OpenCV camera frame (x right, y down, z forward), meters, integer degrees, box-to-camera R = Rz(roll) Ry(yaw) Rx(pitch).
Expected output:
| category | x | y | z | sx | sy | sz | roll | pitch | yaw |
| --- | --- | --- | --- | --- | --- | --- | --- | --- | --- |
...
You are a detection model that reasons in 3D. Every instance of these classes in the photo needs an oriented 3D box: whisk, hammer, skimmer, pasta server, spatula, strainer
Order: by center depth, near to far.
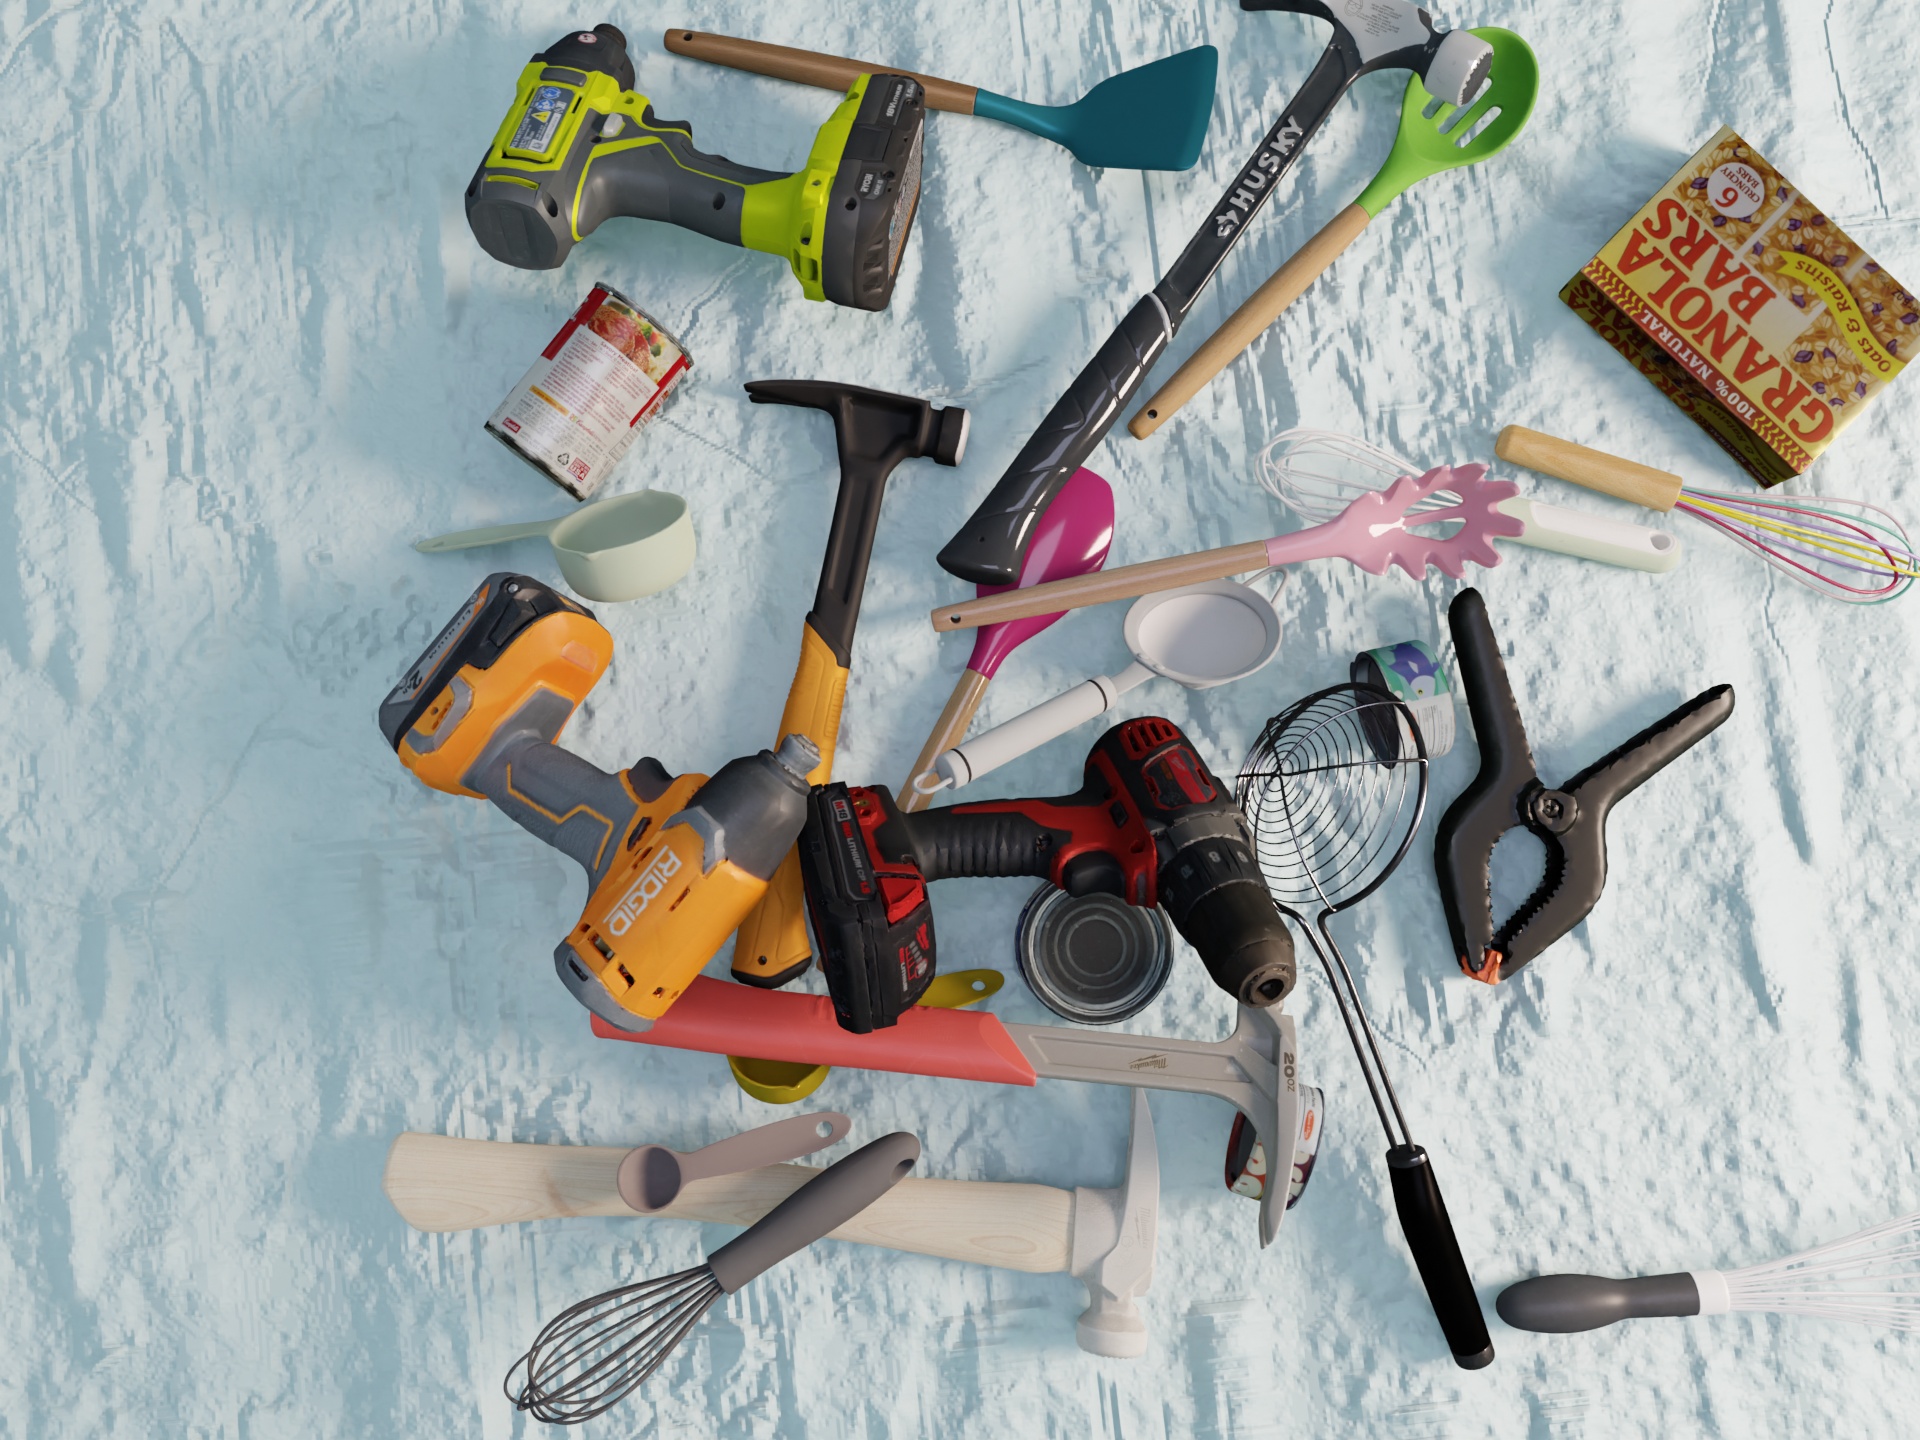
| category | x | y | z | sx | sy | sz | roll | pitch | yaw |
| --- | --- | --- | --- | --- | --- | --- | --- | --- | --- |
| whisk | -0.123 | 0.279 | 0.808 | 0.239 | 0.055 | 0.055 | -32 | 86 | -9 |
| hammer | -0.011 | 0.173 | 0.810 | 0.359 | 0.036 | 0.149 | 5 | 63 | 4 |
| strainer | 0.078 | -0.016 | 0.840 | 0.258 | 0.050 | 0.087 | -26 | 47 | -28 |
| whisk | 0.428 | 0.301 | 0.841 | 0.284 | 0.070 | 0.070 | -6 | 85 | 3 |
| skimmer | 0.236 | 0.163 | 0.848 | 0.090 | 0.127 | 0.363 | -25 | 98 | -35 |
| hammer | -0.099 | 0.246 | 0.852 | 0.410 | 0.038 | 0.146 | 5 | 83 | 0 |
| pasta server | 0.138 | -0.084 | 0.857 | 0.316 | 0.040 | 0.060 | -11 | 102 | 5 |
| hammer | -0.086 | -0.022 | 0.879 | 0.127 | 0.034 | 0.337 | 11 | 85 | 0 |
| whisk | 0.283 | -0.119 | 0.885 | 0.246 | 0.059 | 0.058 | 12 | 57 | -3 |
| hammer | 0.118 | -0.244 | 0.887 | 0.149 | 0.036 | 0.409 | 35 | 86 | 18 |
| whisk | 0.420 | -0.119 | 0.892 | 0.245 | 0.051 | 0.047 | 19 | 50 | 6 |
| spatula | -0.016 | -0.367 | 0.907 | 0.317 | 0.044 | 0.082 | 12 | 76 | 2 |

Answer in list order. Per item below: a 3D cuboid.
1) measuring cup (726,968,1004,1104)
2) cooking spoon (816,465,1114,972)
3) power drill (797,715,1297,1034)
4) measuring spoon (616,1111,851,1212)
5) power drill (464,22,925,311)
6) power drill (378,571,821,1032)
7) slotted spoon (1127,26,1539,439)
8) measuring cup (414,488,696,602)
| category | x | y | z | sx | sy | sz | roll | pitch | yaw |
| --- | --- | --- | --- | --- | --- | --- | --- | --- | --- |
| measuring cup | -0.050 | 0.167 | 0.865 | 0.156 | 0.029 | 0.062 | -14 | 49 | -15 |
| cooking spoon | -0.001 | -0.003 | 0.885 | 0.069 | 0.017 | 0.319 | 27 | 84 | 2 |
| power drill | 0.042 | 0.086 | 0.792 | 0.226 | 0.188 | 0.080 | -11 | 128 | -10 |
| measuring spoon | -0.117 | 0.227 | 0.833 | 0.124 | 0.018 | 0.034 | -14 | 77 | -9 |
| power drill | -0.137 | -0.310 | 0.873 | 0.223 | 0.080 | 0.171 | 11 | 59 | 3 |
| power drill | -0.178 | 0.024 | 0.807 | 0.227 | 0.084 | 0.164 | 43 | 93 | 27 |
| slotted spoon | 0.209 | -0.274 | 0.909 | 0.314 | 0.031 | 0.070 | -45 | 86 | -2 |
| measuring cup | -0.224 | -0.090 | 0.880 | 0.167 | 0.083 | 0.038 | -3 | 121 | 17 |
